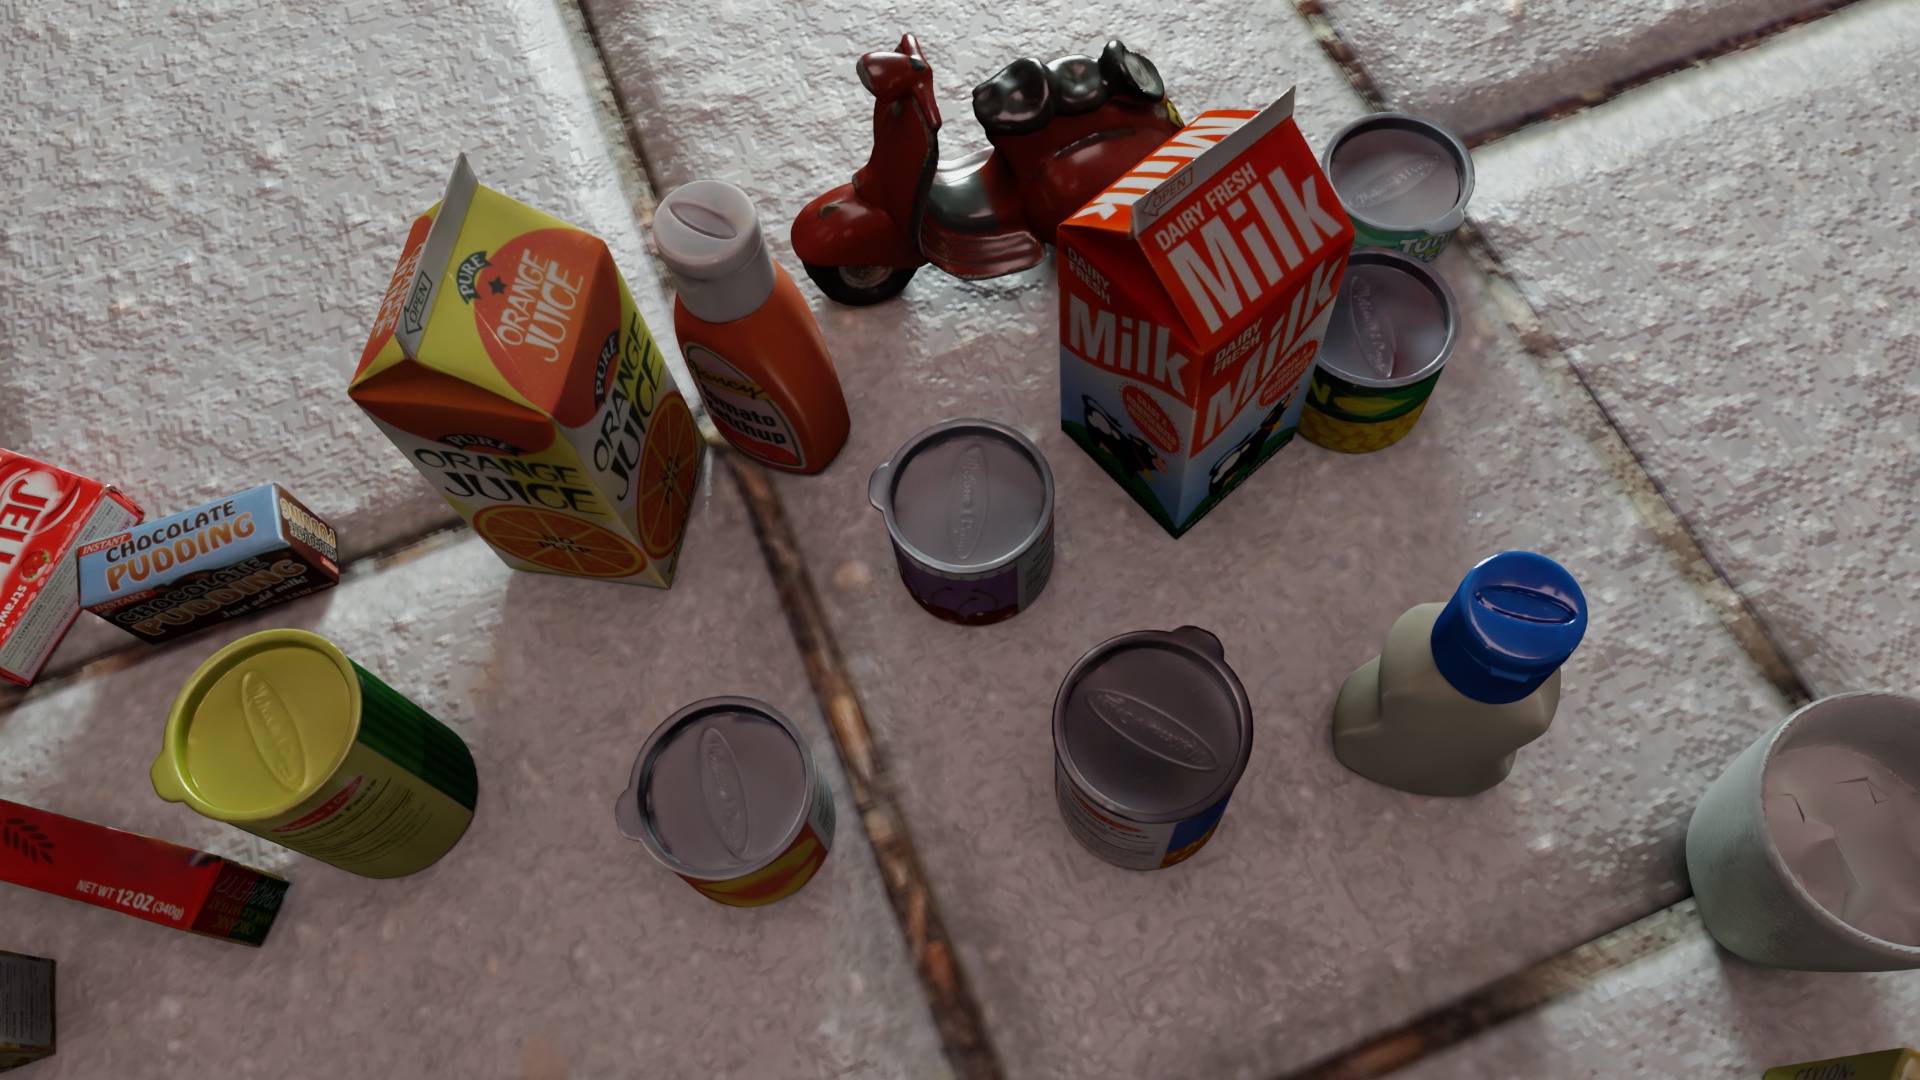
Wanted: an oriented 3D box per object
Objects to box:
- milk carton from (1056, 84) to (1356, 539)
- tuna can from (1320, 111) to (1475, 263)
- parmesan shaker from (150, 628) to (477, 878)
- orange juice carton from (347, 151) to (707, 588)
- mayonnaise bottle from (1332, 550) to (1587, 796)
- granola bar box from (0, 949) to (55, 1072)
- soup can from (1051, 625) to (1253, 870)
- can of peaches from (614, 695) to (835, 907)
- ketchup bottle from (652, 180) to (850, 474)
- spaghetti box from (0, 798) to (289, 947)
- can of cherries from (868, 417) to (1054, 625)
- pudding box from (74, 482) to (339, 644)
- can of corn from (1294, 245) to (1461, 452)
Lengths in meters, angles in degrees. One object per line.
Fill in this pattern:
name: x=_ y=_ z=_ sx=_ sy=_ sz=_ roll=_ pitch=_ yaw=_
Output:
milk carton: x=0.085 y=-0.082 z=0.508 sx=0.072 sy=0.189 sz=0.073 roll=-39 pitch=69 yaw=-13
tuna can: x=0.193 y=-0.153 z=0.620 sx=0.071 sy=0.032 sz=0.071 roll=-1 pitch=65 yaw=3
parmesan shaker: x=-0.229 y=0.082 z=0.502 sx=0.071 sy=0.102 sz=0.071 roll=-1 pitch=66 yaw=3
orange juice carton: x=-0.156 y=-0.053 z=0.510 sx=0.073 sy=0.192 sz=0.072 roll=7 pitch=67 yaw=7
mayonnaise bottle: x=0.168 y=0.048 z=0.466 sx=0.065 sy=0.147 sz=0.041 roll=13 pitch=67 yaw=10
granola bar box: x=-0.422 y=0.177 z=0.461 sx=0.166 sy=0.123 sz=0.039 roll=-18 pitch=66 yaw=-4
soup can: x=0.068 y=0.075 z=0.496 sx=0.071 sy=0.083 sz=0.071 roll=-1 pitch=66 yaw=3
can of peaches: x=-0.084 y=0.098 z=0.510 sx=0.071 sy=0.058 sz=0.071 roll=-1 pitch=66 yaw=3
ketchup bottle: x=-0.083 y=-0.080 z=0.542 sx=0.065 sy=0.148 sz=0.044 roll=26 pitch=70 yaw=15
spaghetti box: x=-0.383 y=0.109 z=0.530 sx=0.250 sy=0.050 sz=0.029 roll=12 pitch=67 yaw=9
can of cherries: x=0.002 y=-0.007 z=0.552 sx=0.071 sy=0.058 sz=0.072 roll=-1 pitch=66 yaw=3
pudding box: x=-0.307 y=0.010 z=0.570 sx=0.084 sy=0.049 sz=0.030 roll=-18 pitch=66 yaw=-4
can of corn: x=0.163 y=-0.077 z=0.573 sx=0.071 sy=0.058 sz=0.071 roll=-1 pitch=66 yaw=3
